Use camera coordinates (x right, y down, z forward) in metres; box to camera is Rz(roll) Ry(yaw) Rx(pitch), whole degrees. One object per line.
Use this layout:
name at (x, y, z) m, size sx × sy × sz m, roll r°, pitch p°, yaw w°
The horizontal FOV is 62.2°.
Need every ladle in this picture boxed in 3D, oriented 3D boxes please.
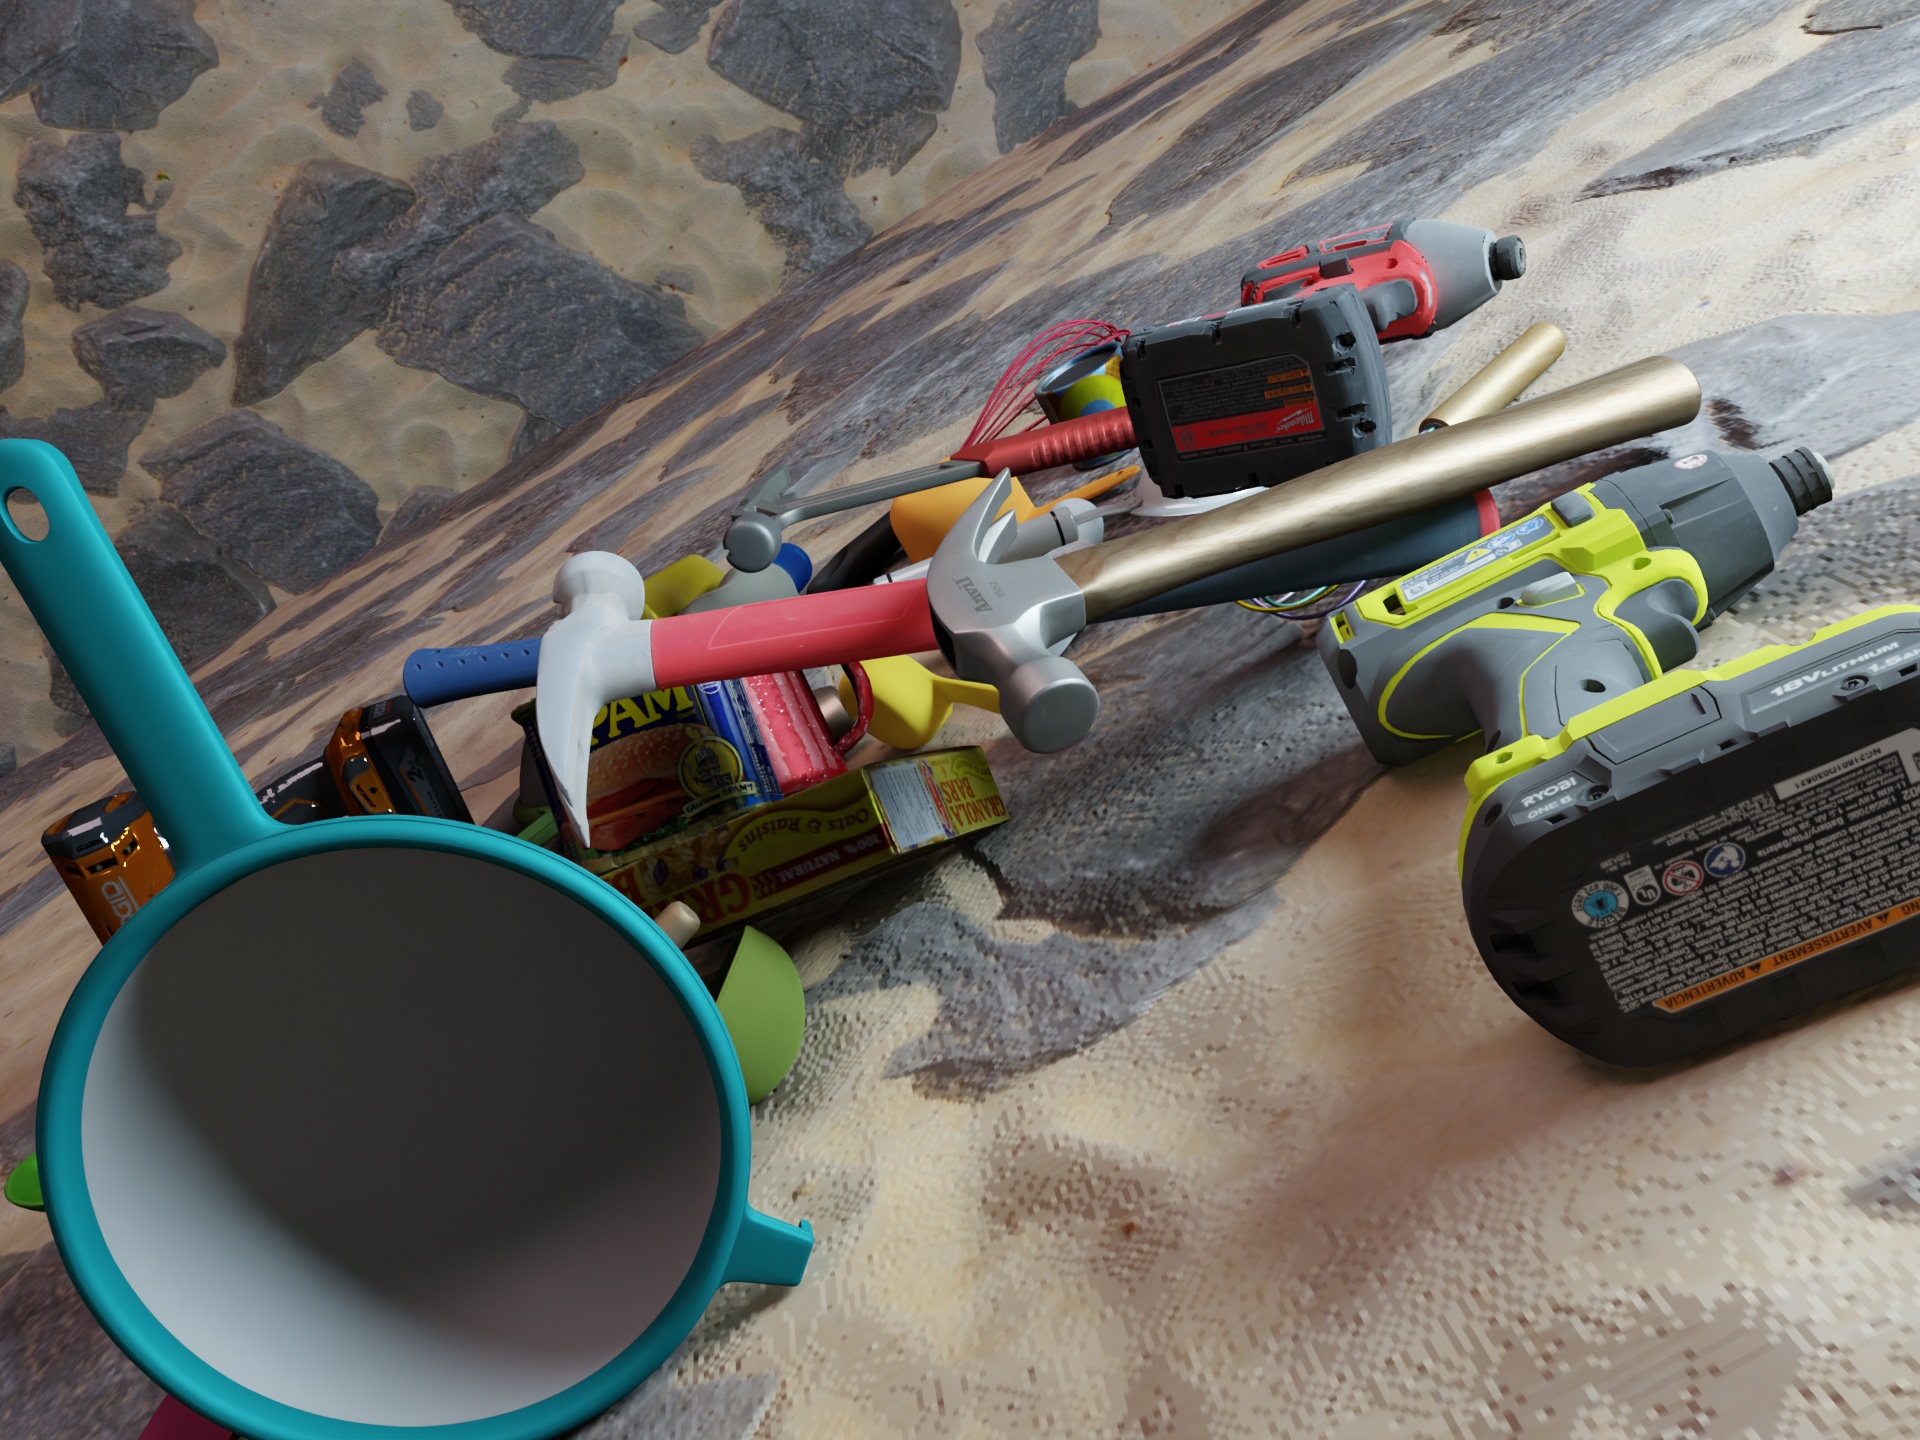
ladle at (-0.200, 0.147, 0.655) m, size 0.320 × 0.062 × 0.078 m, roll -15°, pitch 32°, yaw 24°

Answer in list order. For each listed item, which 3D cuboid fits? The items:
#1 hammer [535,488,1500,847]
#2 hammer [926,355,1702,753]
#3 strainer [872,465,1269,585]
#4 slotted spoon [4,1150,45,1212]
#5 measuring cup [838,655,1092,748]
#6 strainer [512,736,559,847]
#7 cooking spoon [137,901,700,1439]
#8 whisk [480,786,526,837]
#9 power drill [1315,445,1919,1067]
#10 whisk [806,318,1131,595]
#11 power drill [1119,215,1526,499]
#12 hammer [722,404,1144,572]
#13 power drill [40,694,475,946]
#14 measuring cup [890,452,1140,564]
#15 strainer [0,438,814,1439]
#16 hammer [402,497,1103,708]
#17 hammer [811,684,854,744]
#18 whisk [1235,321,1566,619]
hammer at (0.027, -0.039, 0.632) m, size 0.386 × 0.038 × 0.143 m, roll -9°, pitch 42°, yaw -2°
hammer at (0.142, -0.085, 0.612) m, size 0.331 × 0.031 × 0.130 m, roll -20°, pitch 42°, yaw -15°
strainer at (0.060, -0.104, 0.814) m, size 0.258 × 0.050 × 0.087 m, roll -21°, pitch 22°, yaw -1°
slotted spoon at (-0.315, 0.152, 0.777) m, size 0.314 × 0.031 × 0.070 m, roll -31°, pitch 25°, yaw -4°
measuring cup at (-0.001, -0.002, 0.763) m, size 0.157 × 0.062 × 0.029 m, roll 12°, pitch 58°, yaw 46°
strainer at (-0.226, 0.020, 0.911) m, size 0.151 × 0.069 × 0.256 m, roll -16°, pitch 16°, yaw 23°
cooking spoon at (-0.209, 0.187, 0.591) m, size 0.319 × 0.017 × 0.069 m, roll -47°, pitch 32°, yaw 1°
whisk at (-0.308, 0.095, 0.959) m, size 0.055 × 0.055 × 0.239 m, roll -15°, pitch 25°, yaw 37°
power drill at (0.205, -0.012, 0.470) m, size 0.171 × 0.080 × 0.223 m, roll -27°, pitch 20°, yaw 15°
whisk at (0.007, -0.178, 1.100) m, size 0.296 × 0.073 × 0.073 m, roll -42°, pitch 23°, yaw -7°
power drill at (0.179, -0.186, 0.762) m, size 0.143 × 0.078 × 0.220 m, roll -3°, pitch 26°, yaw 35°
hammer at (0.042, -0.159, 0.928) m, size 0.359 × 0.036 × 0.149 m, roll -13°, pitch 21°, yaw 12°
power drill at (-0.425, 0.094, 1.000) m, size 0.226 × 0.164 × 0.084 m, roll -23°, pitch 20°, yaw -11°
measuring cup at (0.030, -0.147, 1.003) m, size 0.173 × 0.052 × 0.095 m, roll -18°, pitch 26°, yaw 36°
strainer at (-0.200, 0.068, 0.510) m, size 0.211 × 0.340 × 0.095 m, roll -26°, pitch 10°, yaw 1°
hammer at (-0.122, -0.050, 0.887) m, size 0.405 × 0.035 × 0.144 m, roll -8°, pitch 30°, yaw 12°
hammer at (-0.216, 0.116, 0.805) m, size 0.410 × 0.038 × 0.146 m, roll -37°, pitch 24°, yaw -12°
whisk at (0.206, -0.122, 0.739) m, size 0.245 × 0.051 × 0.047 m, roll -40°, pitch 18°, yaw -26°
